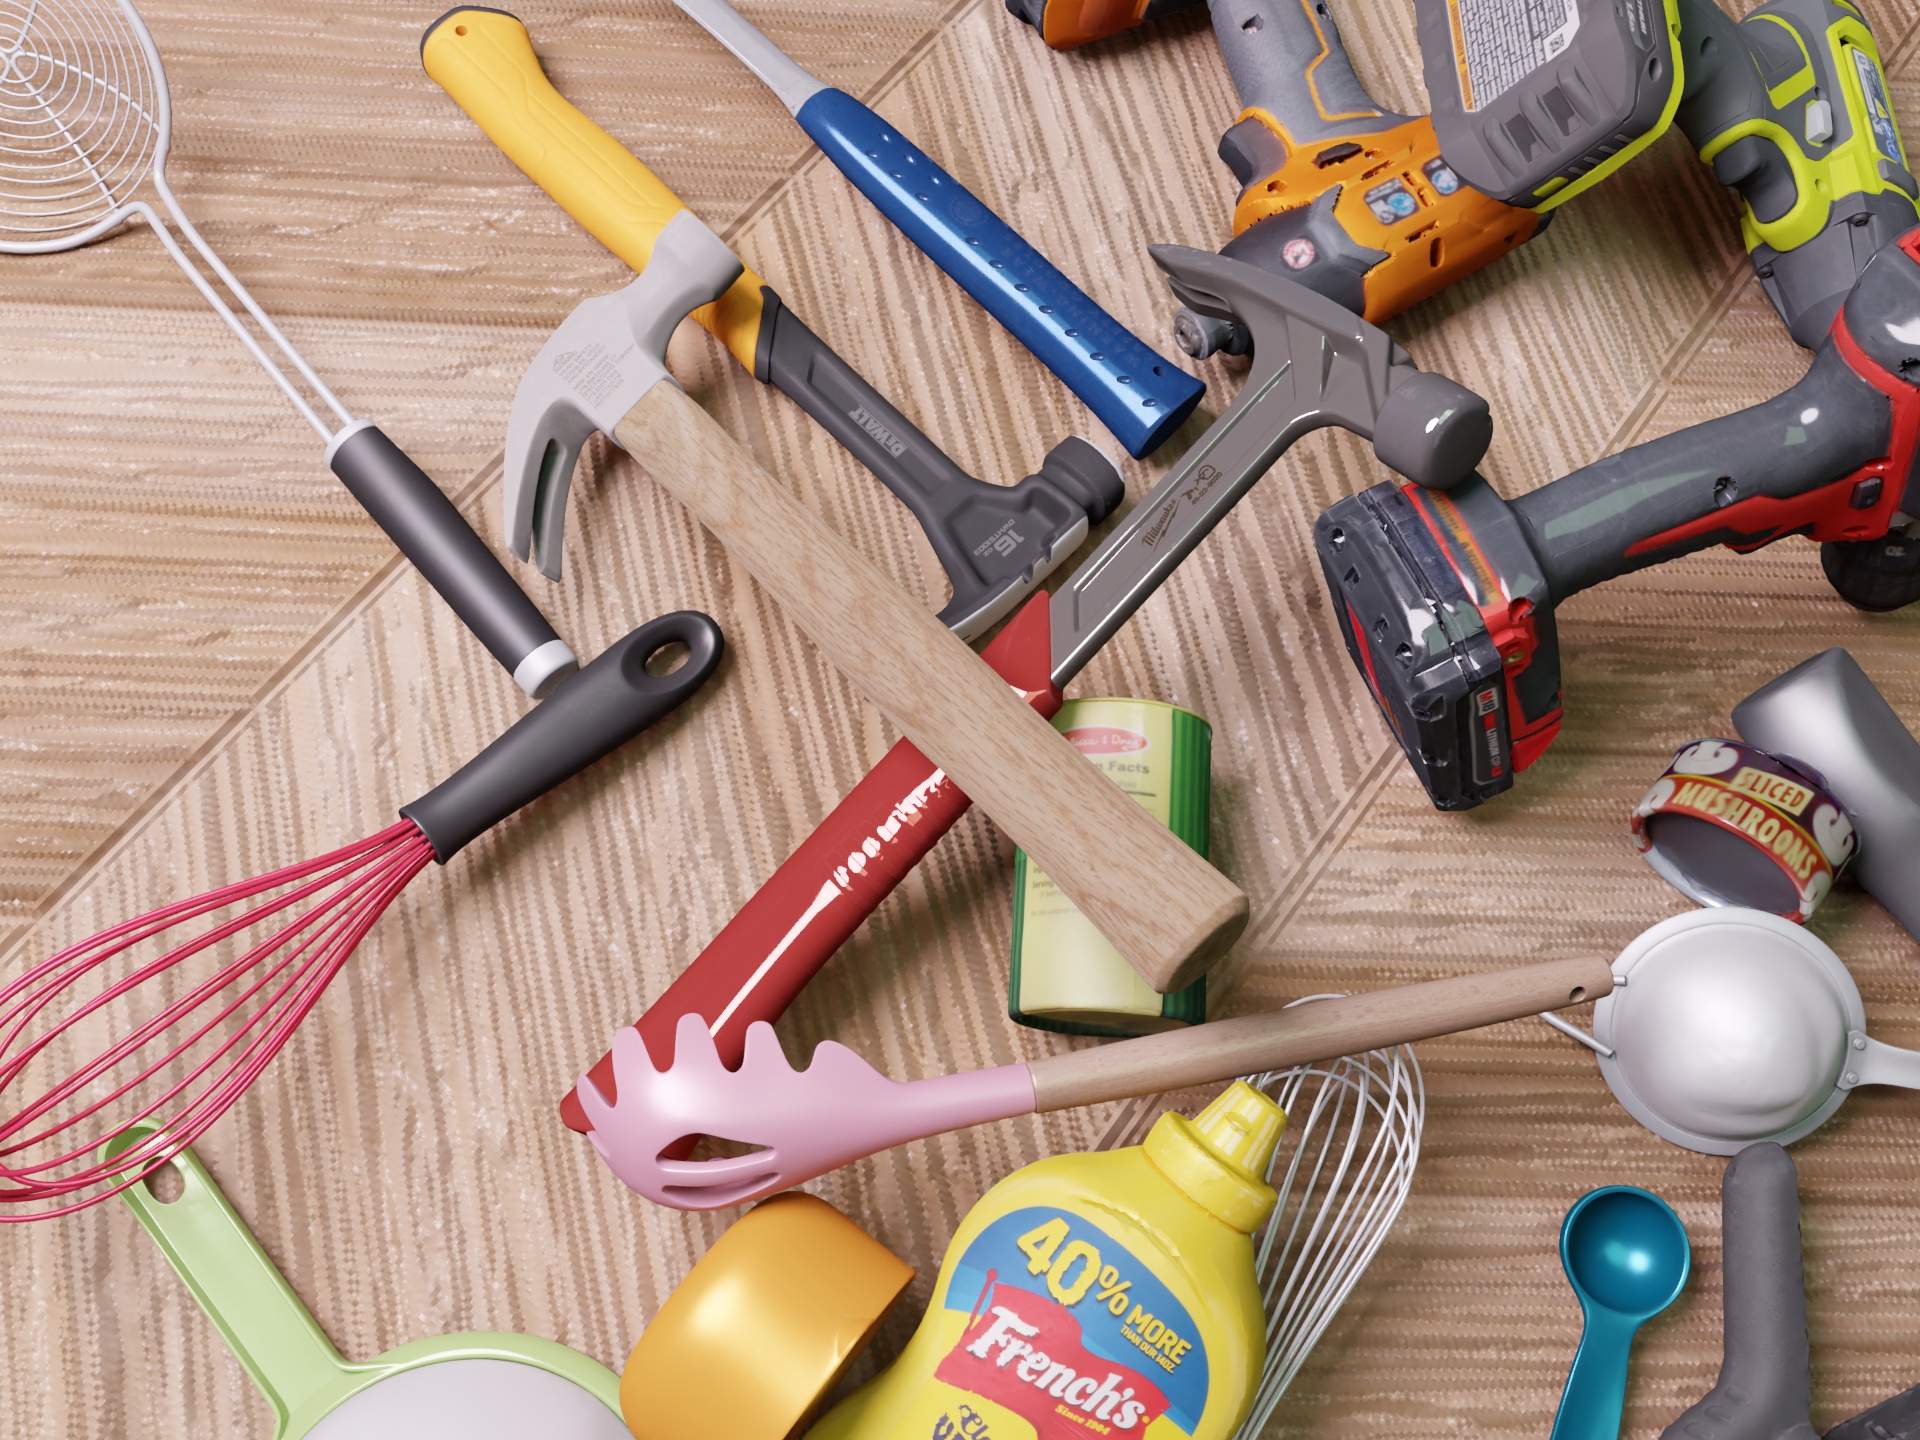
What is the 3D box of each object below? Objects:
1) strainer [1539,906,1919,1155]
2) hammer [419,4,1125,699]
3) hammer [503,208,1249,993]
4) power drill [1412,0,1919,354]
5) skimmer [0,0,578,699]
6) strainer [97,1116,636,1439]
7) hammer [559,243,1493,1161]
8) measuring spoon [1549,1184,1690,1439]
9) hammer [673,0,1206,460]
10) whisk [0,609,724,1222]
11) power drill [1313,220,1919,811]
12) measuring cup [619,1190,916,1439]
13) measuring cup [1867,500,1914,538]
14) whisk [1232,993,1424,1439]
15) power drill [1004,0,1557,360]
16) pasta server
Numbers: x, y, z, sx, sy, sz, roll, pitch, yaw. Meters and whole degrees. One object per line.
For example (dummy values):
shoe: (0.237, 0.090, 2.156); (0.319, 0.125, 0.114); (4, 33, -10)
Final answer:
strainer: (0.326, 0.116, 0.525); (0.258, 0.050, 0.087); (8, 98, 6)
hammer: (-0.098, -0.159, 0.616); (0.127, 0.034, 0.337); (-42, 78, -16)
hammer: (-0.040, -0.037, 0.503); (0.130, 0.031, 0.332); (-47, 61, 1)
power drill: (0.280, -0.226, 0.599); (0.223, 0.080, 0.171); (12, 66, -30)
skimmer: (-0.275, -0.143, 0.571); (0.127, 0.090, 0.363); (-45, 80, 17)
strainer: (-0.183, 0.217, 0.464); (0.151, 0.069, 0.256); (-39, 79, -14)
hammer: (-0.001, -0.002, 0.522); (0.359, 0.036, 0.149); (-47, 48, 0)
measuring spoon: (0.204, 0.215, 0.519); (0.042, 0.021, 0.129); (18, 80, 2)
hammer: (-0.068, -0.248, 0.631); (0.405, 0.035, 0.144); (44, 50, 7)
whisk: (-0.192, 0.049, 0.517); (0.296, 0.073, 0.073); (-39, 78, -26)
power drill: (0.249, -0.056, 0.543); (0.226, 0.187, 0.080); (-26, 59, 9)
measuring cup: (-0.084, 0.204, 0.446); (0.052, 0.095, 0.173); (38, 48, 14)
measuring cup: (0.400, -0.130, 0.641); (0.062, 0.029, 0.156); (42, 71, 10)
whisk: (0.076, 0.219, 0.490); (0.070, 0.070, 0.285); (23, 76, 4)
power drill: (0.110, -0.252, 0.637); (0.164, 0.084, 0.226); (-31, 80, -13)
pasta server: (0.046, 0.100, 0.480); (0.316, 0.060, 0.040); (-9, 30, -8)
